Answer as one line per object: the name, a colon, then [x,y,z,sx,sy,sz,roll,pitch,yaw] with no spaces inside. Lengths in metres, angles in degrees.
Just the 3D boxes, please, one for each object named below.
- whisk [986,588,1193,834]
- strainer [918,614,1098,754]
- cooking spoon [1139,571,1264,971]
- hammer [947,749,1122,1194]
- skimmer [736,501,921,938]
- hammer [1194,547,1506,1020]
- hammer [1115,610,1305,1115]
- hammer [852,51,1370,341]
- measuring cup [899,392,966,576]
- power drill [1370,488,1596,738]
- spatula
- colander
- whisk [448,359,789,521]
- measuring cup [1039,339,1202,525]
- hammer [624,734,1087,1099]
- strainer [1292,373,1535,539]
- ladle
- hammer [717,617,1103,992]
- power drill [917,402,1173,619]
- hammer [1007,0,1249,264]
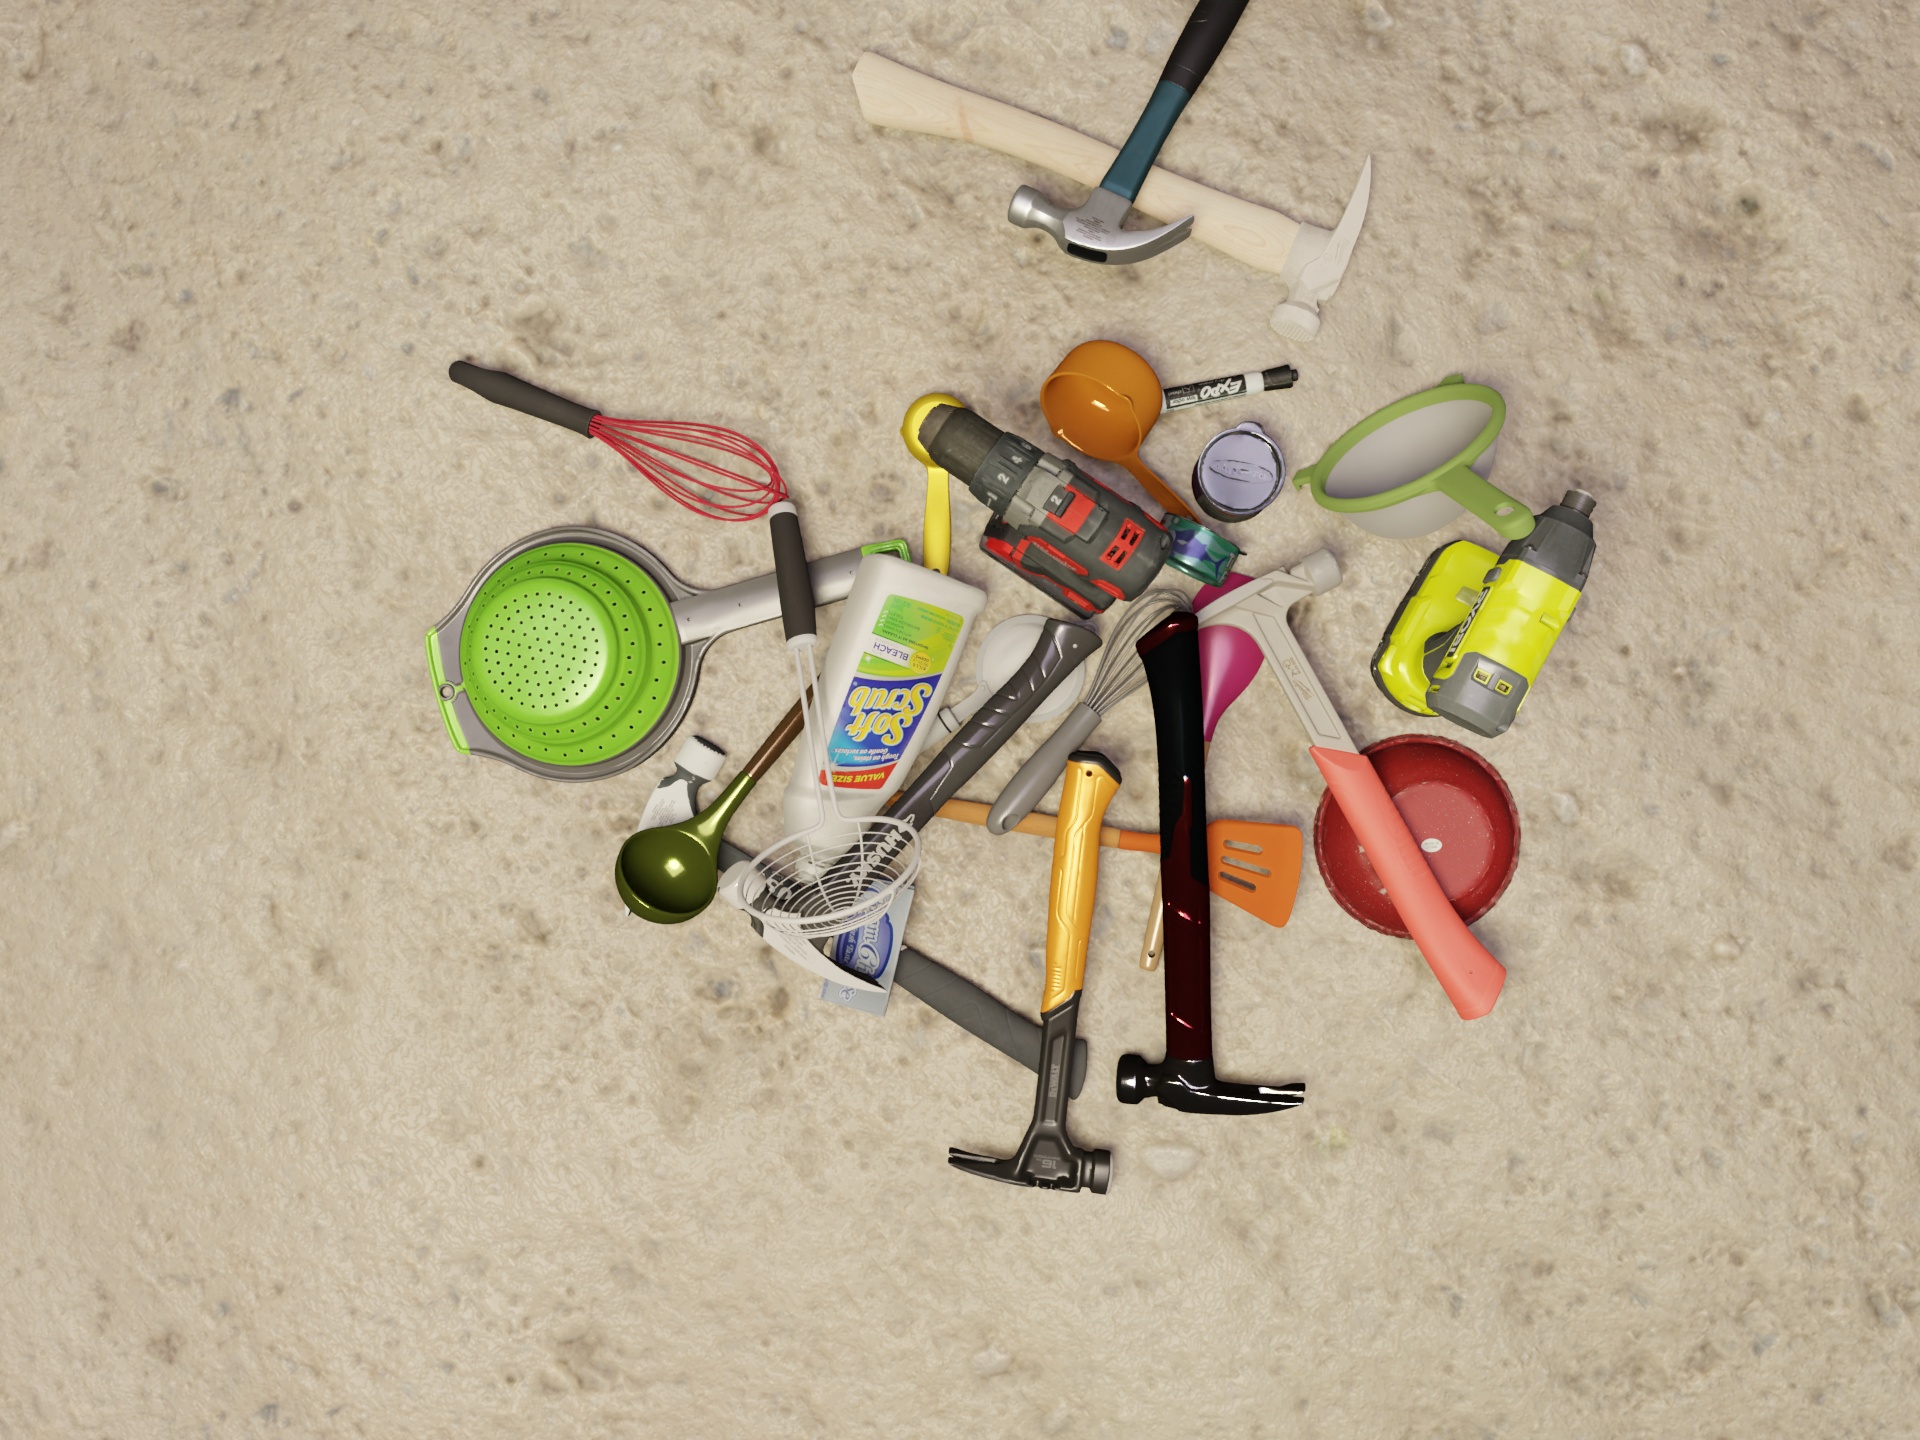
whisk: [0.098,-0.007,1.220,0.055,0.055,0.239,39,83,2]
strainer: [-0.002,-0.004,1.244,0.258,0.050,0.087,-34,80,5]
cooking spoon: [0.183,0.041,1.245,0.069,0.017,0.319,13,91,3]
hammer: [0.071,0.189,1.205,0.127,0.034,0.337,7,95,2]
skimmer: [-0.110,-0.015,1.120,0.127,0.090,0.364,-13,64,4]
hammer: [0.289,0.061,1.177,0.149,0.036,0.359,-28,88,3]
hammer: [0.181,0.111,1.175,0.143,0.038,0.386,0,106,15]
hammer: [0.113,-0.440,1.240,0.410,0.038,0.146,23,90,3]
measuring cup: [-0.019,-0.180,1.247,0.062,0.029,0.156,1,88,3]
power drill: [0.375,-0.074,1.134,0.080,0.223,0.171,28,91,2]
spatula: [0.098,0.089,1.225,0.322,0.041,0.081,9,104,9]
colander: [-0.231,-0.075,1.225,0.397,0.094,0.204,-16,89,3]
whisk: [-0.270,-0.225,1.246,0.296,0.073,0.073,22,91,8]
measuring cup: [0.140,-0.220,1.228,0.173,0.095,0.052,42,64,-21]
hammer: [-0.077,0.178,1.249,0.409,0.036,0.149,31,92,2]
strainer: [0.353,-0.160,1.144,0.151,0.257,0.069,-32,116,6]
ladle: [-0.144,0.021,1.212,0.078,0.062,0.320,39,78,-1]
hammer: [-0.014,0.052,1.179,0.335,0.035,0.146,-46,112,-9]
power drill: [0.057,-0.150,1.146,0.188,0.226,0.080,34,91,2]
hammer: [0.167,-0.491,1.210,0.128,0.033,0.331,28,81,6]
